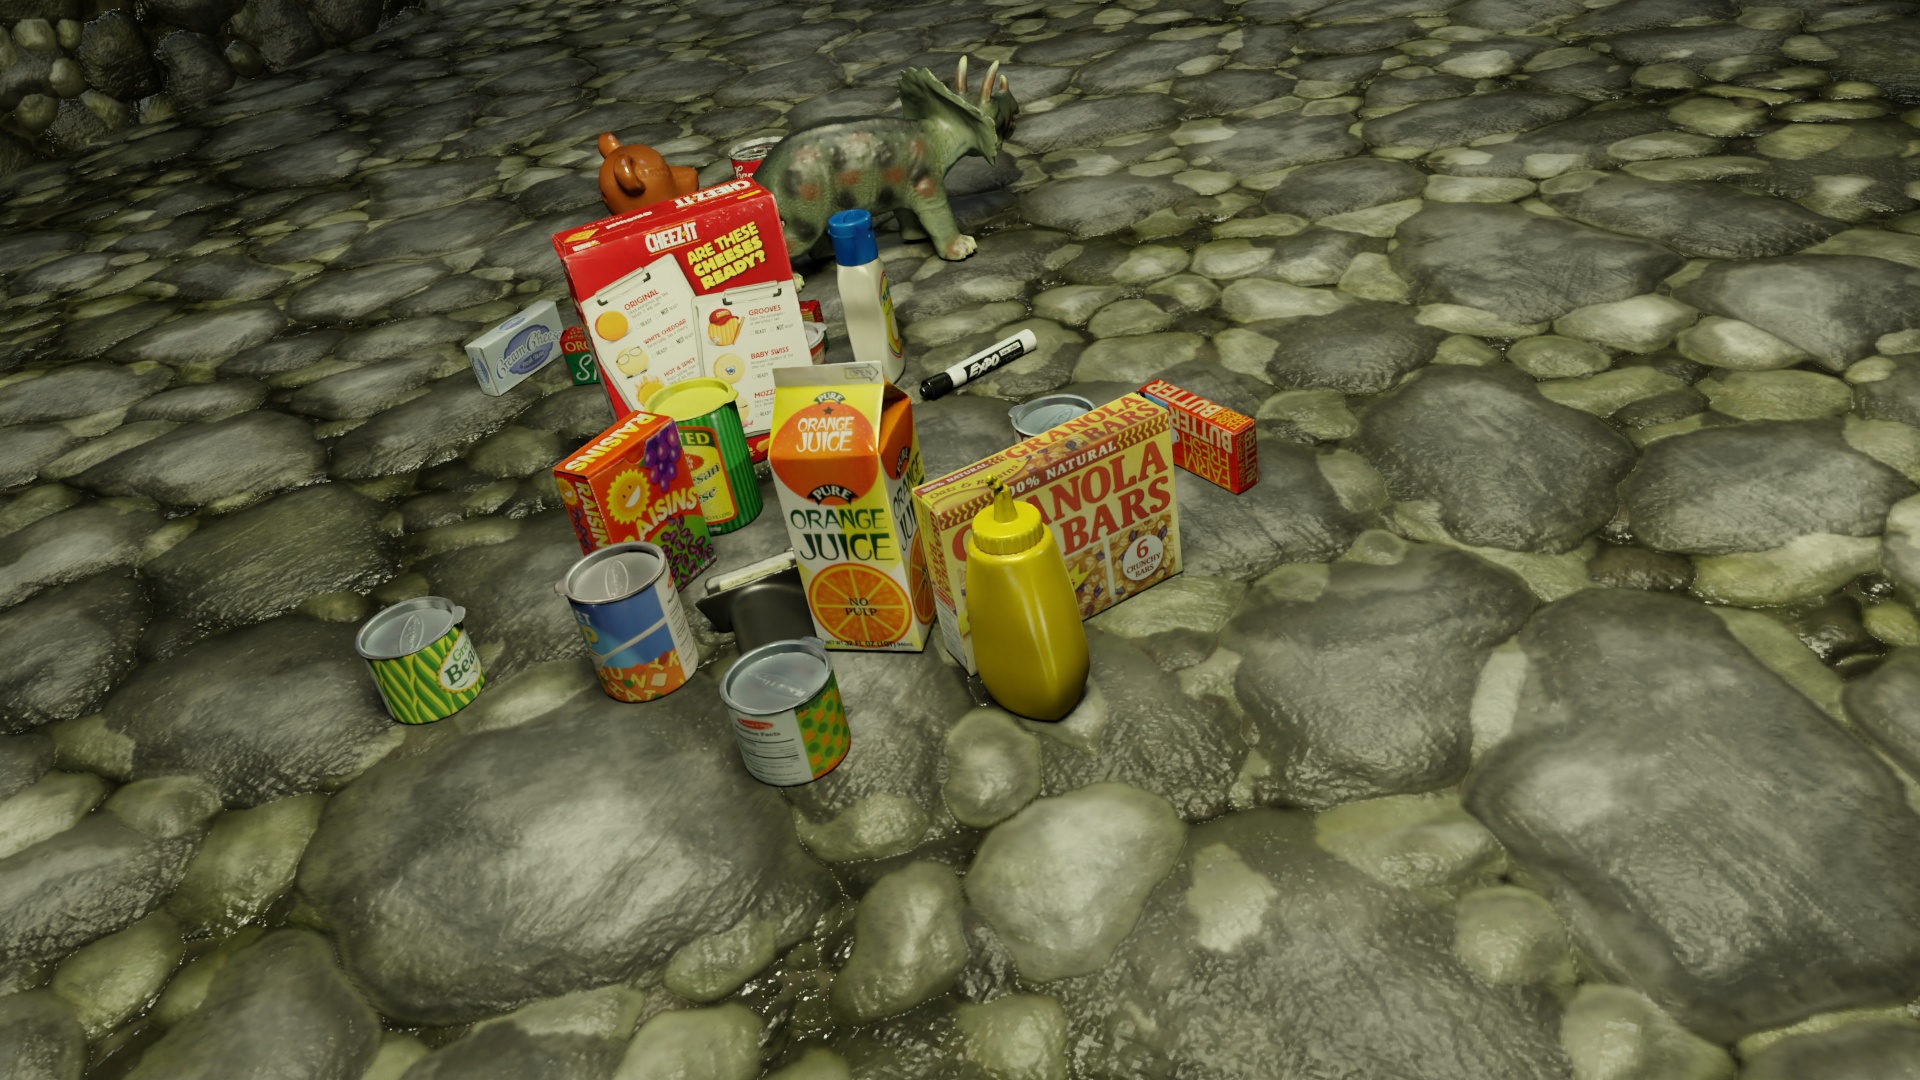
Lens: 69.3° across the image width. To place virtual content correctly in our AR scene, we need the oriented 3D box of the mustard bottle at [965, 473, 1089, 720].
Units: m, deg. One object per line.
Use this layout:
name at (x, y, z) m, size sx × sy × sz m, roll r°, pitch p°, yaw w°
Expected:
mustard bottle at (0.034, 0.029, 0.792) m, size 0.065 × 0.159 × 0.049 m, roll 15°, pitch 41°, yaw 34°

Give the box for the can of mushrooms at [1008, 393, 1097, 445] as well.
can of mushrooms at (0.072, -0.083, 1.066) m, size 0.071 × 0.033 × 0.071 m, roll -7°, pitch 33°, yaw 5°

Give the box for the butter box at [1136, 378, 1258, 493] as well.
butter box at (0.172, -0.076, 1.010) m, size 0.024 × 0.053 × 0.104 m, roll -28°, pitch 37°, yaw -25°

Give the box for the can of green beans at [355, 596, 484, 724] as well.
can of green beans at (-0.357, 0.079, 0.920) m, size 0.071 × 0.057 × 0.071 m, roll -8°, pitch 33°, yaw 5°

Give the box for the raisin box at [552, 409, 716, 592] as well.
raisin box at (-0.224, -0.017, 0.968) m, size 0.040 × 0.122 × 0.086 m, roll 13°, pitch 40°, yaw 32°

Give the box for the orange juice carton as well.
orange juice carton at (-0.065, -0.026, 0.873) m, size 0.072 × 0.191 × 0.073 m, roll 0°, pitch 34°, yaw 16°

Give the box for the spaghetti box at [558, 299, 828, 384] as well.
spaghetti box at (-0.250, -0.184, 1.295) m, size 0.250 × 0.050 × 0.029 m, roll -5°, pitch 33°, yaw 9°

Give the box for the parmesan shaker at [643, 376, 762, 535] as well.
parmesan shaker at (-0.189, -0.063, 1.046) m, size 0.071 × 0.102 × 0.072 m, roll -8°, pitch 33°, yaw 5°

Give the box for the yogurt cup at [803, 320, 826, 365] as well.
yogurt cup at (-0.148, -0.154, 1.217) m, size 0.072 × 0.053 × 0.073 m, roll -8°, pitch 33°, yaw 5°

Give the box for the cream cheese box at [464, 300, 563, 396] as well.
cream cheese box at (-0.427, -0.187, 1.347) m, size 0.024 × 0.053 × 0.104 m, roll 10°, pitch 39°, yaw 29°

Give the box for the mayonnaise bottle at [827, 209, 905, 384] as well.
mayonnaise bottle at (-0.081, -0.209, 1.195) m, size 0.041 × 0.147 × 0.065 m, roll -4°, pitch 33°, yaw 11°

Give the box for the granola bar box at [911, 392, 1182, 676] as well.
granola bar box at (0.058, -0.005, 0.870) m, size 0.166 × 0.123 × 0.039 m, roll -25°, pitch 35°, yaw -20°

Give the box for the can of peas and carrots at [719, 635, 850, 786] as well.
can of peas and carrots at (-0.100, 0.099, 0.816) m, size 0.071 × 0.058 × 0.071 m, roll -8°, pitch 33°, yaw 5°

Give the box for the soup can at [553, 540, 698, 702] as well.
soup can at (-0.214, 0.053, 0.895) m, size 0.071 × 0.083 × 0.072 m, roll -8°, pitch 33°, yaw 5°
